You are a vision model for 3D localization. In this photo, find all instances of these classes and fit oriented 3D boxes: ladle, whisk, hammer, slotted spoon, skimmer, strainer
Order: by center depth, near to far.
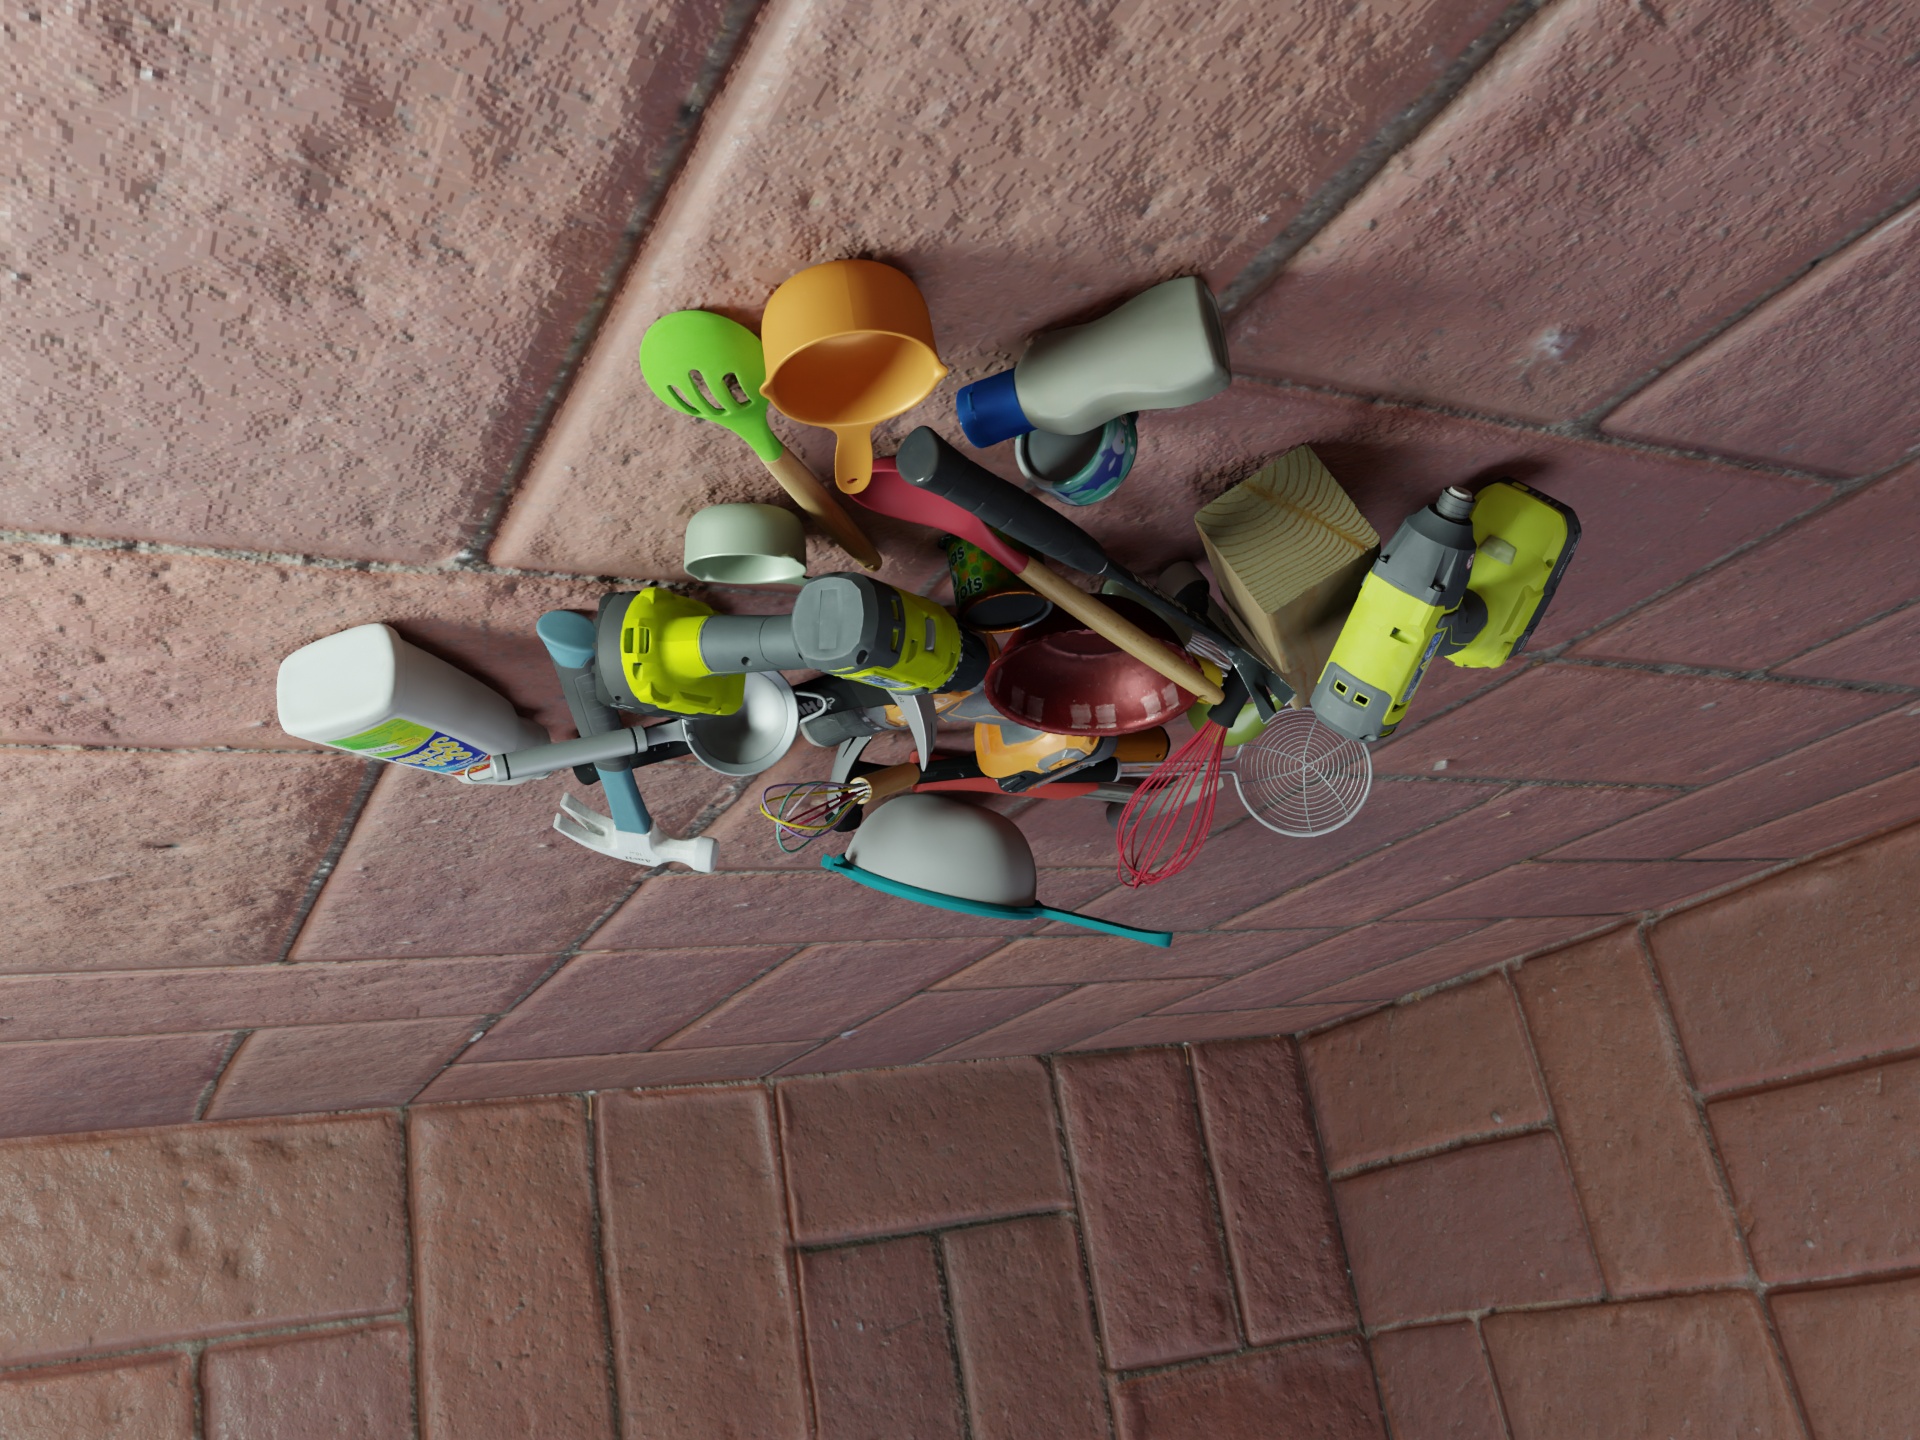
[{"bbox_3d":[-0.100,-0.149,0.940,0.070,0.031,0.313,-9,162,14],"label":"slotted spoon"},{"bbox_3d":[0.090,-0.095,0.998,0.036,0.149,0.408,-46,147,17],"label":"hammer"},{"bbox_3d":[0.059,-0.087,1.028,0.315,0.031,0.069,31,154,-27],"label":"ladle"},{"bbox_3d":[-0.223,0.010,1.139,0.258,0.087,0.050,-12,-170,-22],"label":"strainer"},{"bbox_3d":[-0.268,0.024,1.217,0.128,0.033,0.330,8,148,4],"label":"hammer"},{"bbox_3d":[-0.171,0.004,1.236,0.335,0.035,0.146,-15,124,29],"label":"hammer"},{"bbox_3d":[-0.086,0.061,1.257,0.047,0.051,0.245,-9,-177,23],"label":"whisk"},{"bbox_3d":[0.179,-0.067,1.272,0.059,0.058,0.246,-52,144,10],"label":"whisk"},{"bbox_3d":[0.203,0.016,1.295,0.073,0.073,0.295,7,118,-38],"label":"whisk"},{"bbox_3d":[0.315,-0.066,1.349,0.078,0.062,0.320,9,146,-38],"label":"ladle"},{"bbox_3d":[0.045,0.032,1.445,0.336,0.034,0.127,-6,137,-25],"label":"hammer"},{"bbox_3d":[0.209,0.048,1.460,0.363,0.127,0.090,0,-171,-26],"label":"skimmer"},{"bbox_3d":[0.048,0.138,1.553,0.340,0.095,0.211,13,-178,15],"label":"strainer"},{"bbox_3d":[0.098,0.062,1.579,0.358,0.037,0.149,9,153,-42],"label":"hammer"}]

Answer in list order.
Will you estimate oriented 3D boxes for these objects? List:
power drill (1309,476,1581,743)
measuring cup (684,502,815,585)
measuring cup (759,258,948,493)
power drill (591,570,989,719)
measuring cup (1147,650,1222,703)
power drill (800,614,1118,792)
[{"bbox_3d":[0.332,-0.088,1.070,0.223,0.080,0.171,-21,138,-49],"label":"power drill"},{"bbox_3d":[-0.105,-0.108,1.025,0.083,0.038,0.167,-8,171,38],"label":"measuring cup"},{"bbox_3d":[-0.060,-0.179,0.843,0.095,0.052,0.173,-8,163,-7],"label":"measuring cup"},{"bbox_3d":[-0.107,-0.045,1.051,0.228,0.080,0.190,-3,172,26],"label":"power drill"},{"bbox_3d":[0.147,-0.045,1.270,0.062,0.029,0.157,27,174,-37],"label":"measuring cup"},{"bbox_3d":[-0.002,-0.004,1.299,0.185,0.084,0.226,-25,151,34],"label":"power drill"}]
